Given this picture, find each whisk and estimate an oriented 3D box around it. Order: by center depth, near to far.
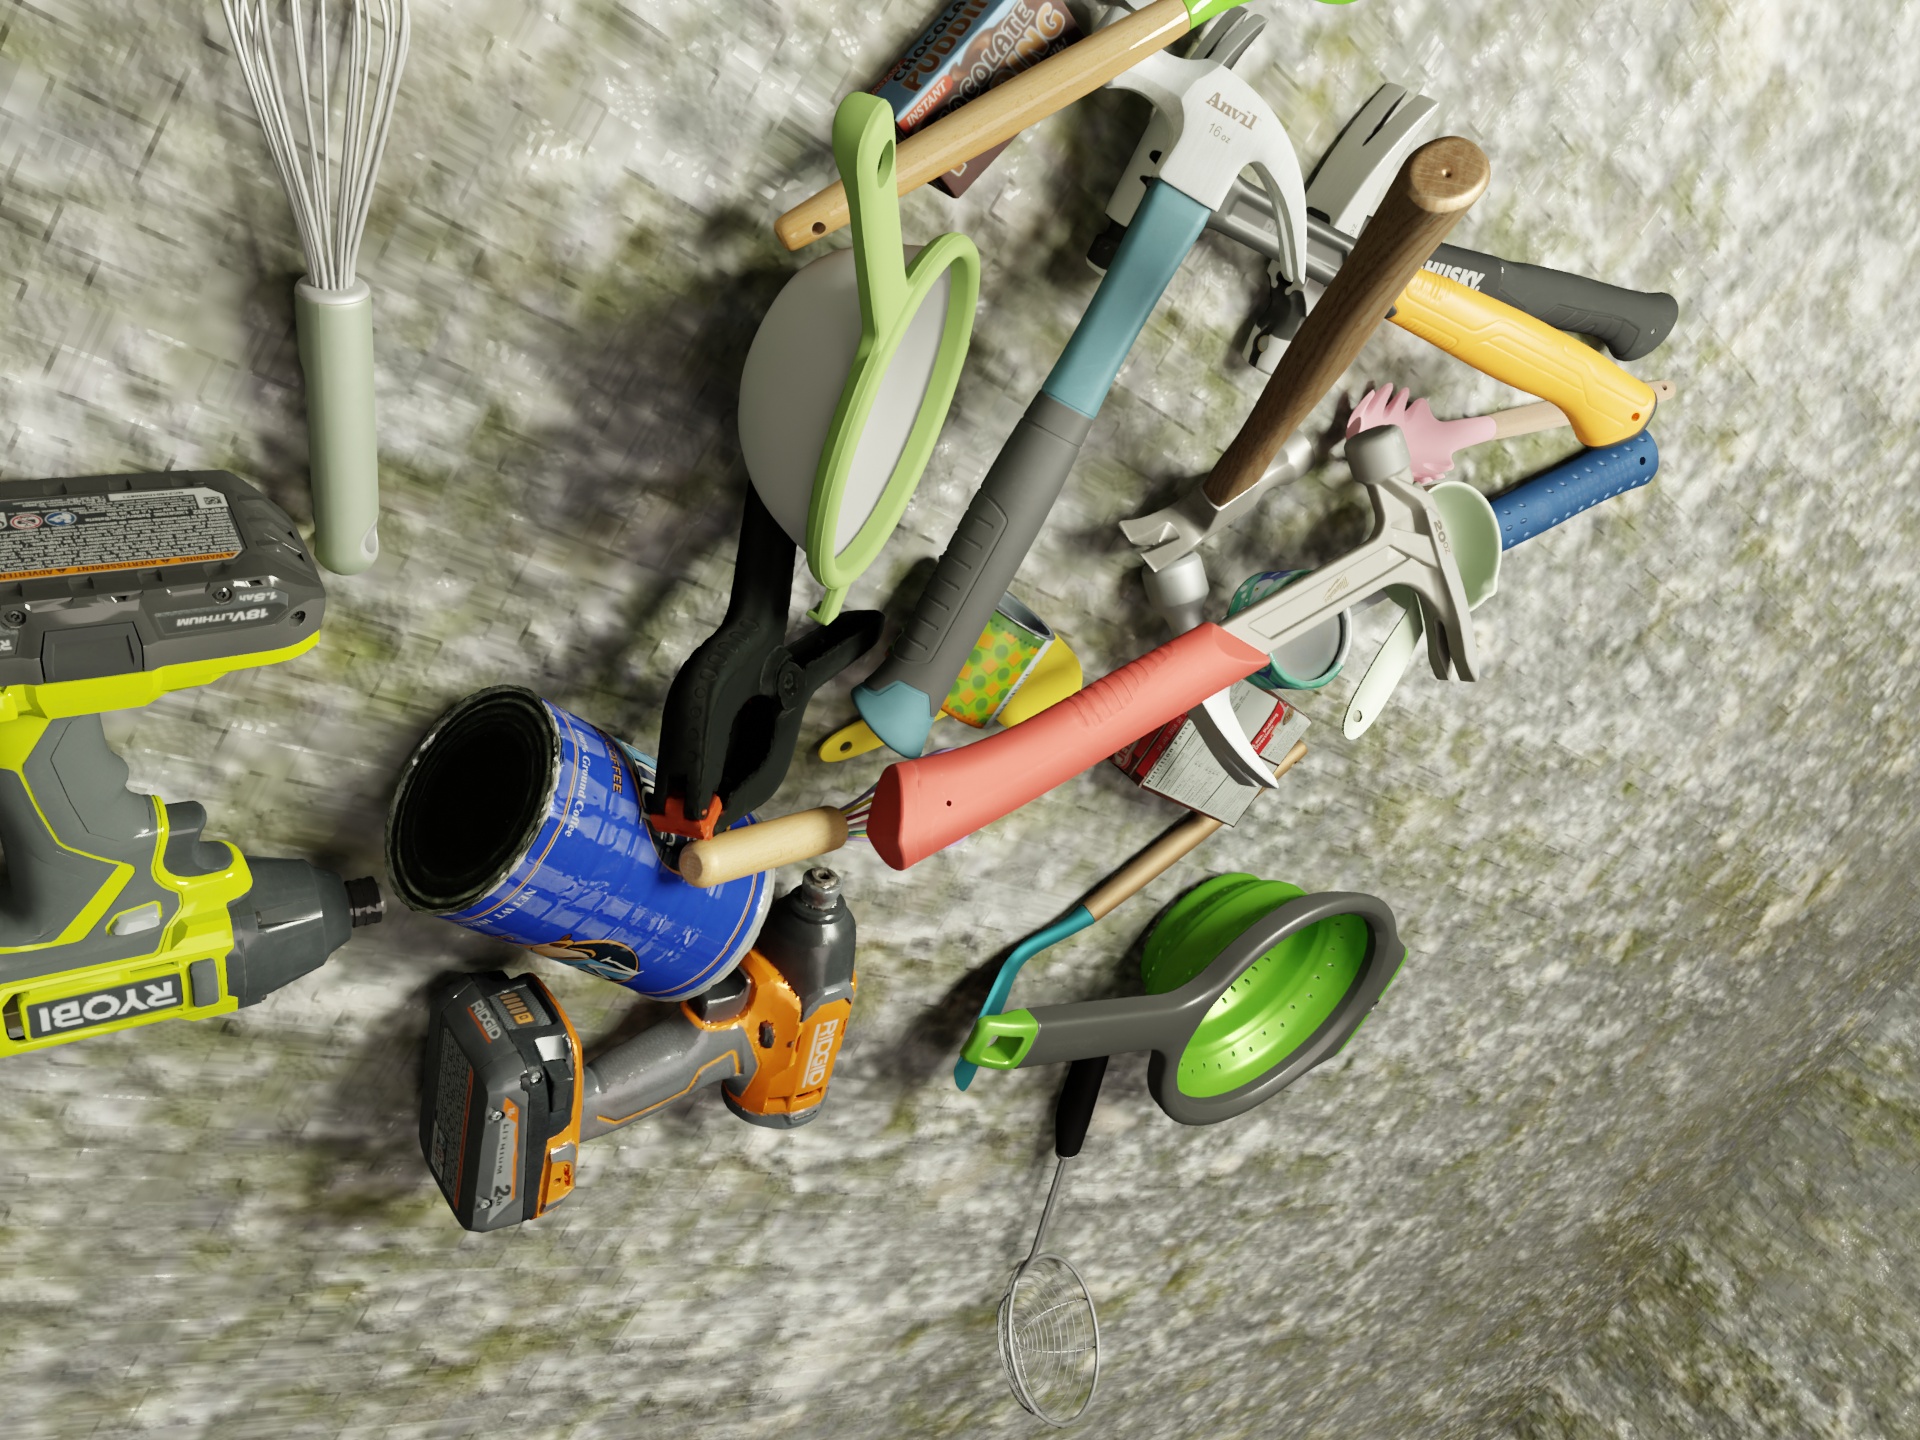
[{"bbox_3d":[-0.216,-0.155,0.543,0.059,0.058,0.246,10,126,-4],"label":"whisk"},{"bbox_3d":[-0.050,0.044,0.769,0.047,0.051,0.245,-43,164,28],"label":"whisk"}]

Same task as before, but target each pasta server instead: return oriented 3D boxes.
[{"bbox_3d":[0.342,-0.184,0.964,0.316,0.060,0.040,-16,172,-32],"label":"pasta server"}]

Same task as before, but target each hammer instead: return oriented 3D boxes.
[{"bbox_3d":[0.149,-0.149,0.711,0.130,0.031,0.331,-36,172,-14],"label":"hammer"},{"bbox_3d":[0.040,-0.130,0.712,0.128,0.033,0.331,26,106,-11],"label":"hammer"},{"bbox_3d":[0.227,-0.215,0.780,0.336,0.034,0.127,17,115,-28],"label":"hammer"},{"bbox_3d":[0.113,-0.015,0.795,0.359,0.037,0.149,-29,106,-23],"label":"hammer"},{"bbox_3d":[0.302,-0.247,0.883,0.334,0.035,0.146,-2,125,-38],"label":"hammer"},{"bbox_3d":[0.287,-0.093,0.967,0.405,0.035,0.144,-25,104,-26],"label":"hammer"}]

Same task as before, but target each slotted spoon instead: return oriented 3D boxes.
[{"bbox_3d":[0.065,-0.264,0.626,0.314,0.031,0.070,-30,142,-5],"label":"slotted spoon"}]

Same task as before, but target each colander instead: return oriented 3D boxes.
[{"bbox_3d":[0.132,0.168,1.036,0.396,0.095,0.204,4,122,-43],"label":"colander"}]

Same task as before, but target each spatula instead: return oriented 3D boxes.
[{"bbox_3d":[0.109,0.117,1.022,0.317,0.044,0.082,-37,159,-11],"label":"spatula"}]

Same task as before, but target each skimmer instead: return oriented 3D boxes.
[{"bbox_3d":[0.094,0.376,1.189,0.127,0.090,0.363,-44,150,-55],"label":"skimmer"}]

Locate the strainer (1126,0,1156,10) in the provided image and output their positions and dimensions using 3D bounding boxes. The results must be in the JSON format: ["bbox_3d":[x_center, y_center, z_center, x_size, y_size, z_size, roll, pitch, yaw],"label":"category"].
[{"bbox_3d":[0.151,-0.351,0.675,0.258,0.050,0.086,-22,120,-28],"label":"strainer"}]

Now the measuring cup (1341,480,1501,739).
[{"bbox_3d":[0.248,-0.061,0.905,0.083,0.038,0.167,38,76,-25],"label":"measuring cup"}]

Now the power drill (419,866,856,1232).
[{"bbox_3d":[-0.153,0.160,0.823,0.226,0.084,0.164,-10,129,-38],"label":"power drill"}]

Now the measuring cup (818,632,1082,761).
[{"bbox_3d":[-0.001,-0.003,0.844,0.156,0.029,0.062,-22,134,-25],"label":"measuring cup"}]

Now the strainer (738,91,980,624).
[{"bbox_3d":[-0.051,-0.150,0.596,0.256,0.069,0.151,89,25,-72],"label":"strainer"}]

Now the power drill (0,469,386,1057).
[{"bbox_3d":[-0.304,0.024,0.594,0.171,0.080,0.223,-10,133,-31],"label":"power drill"}]
